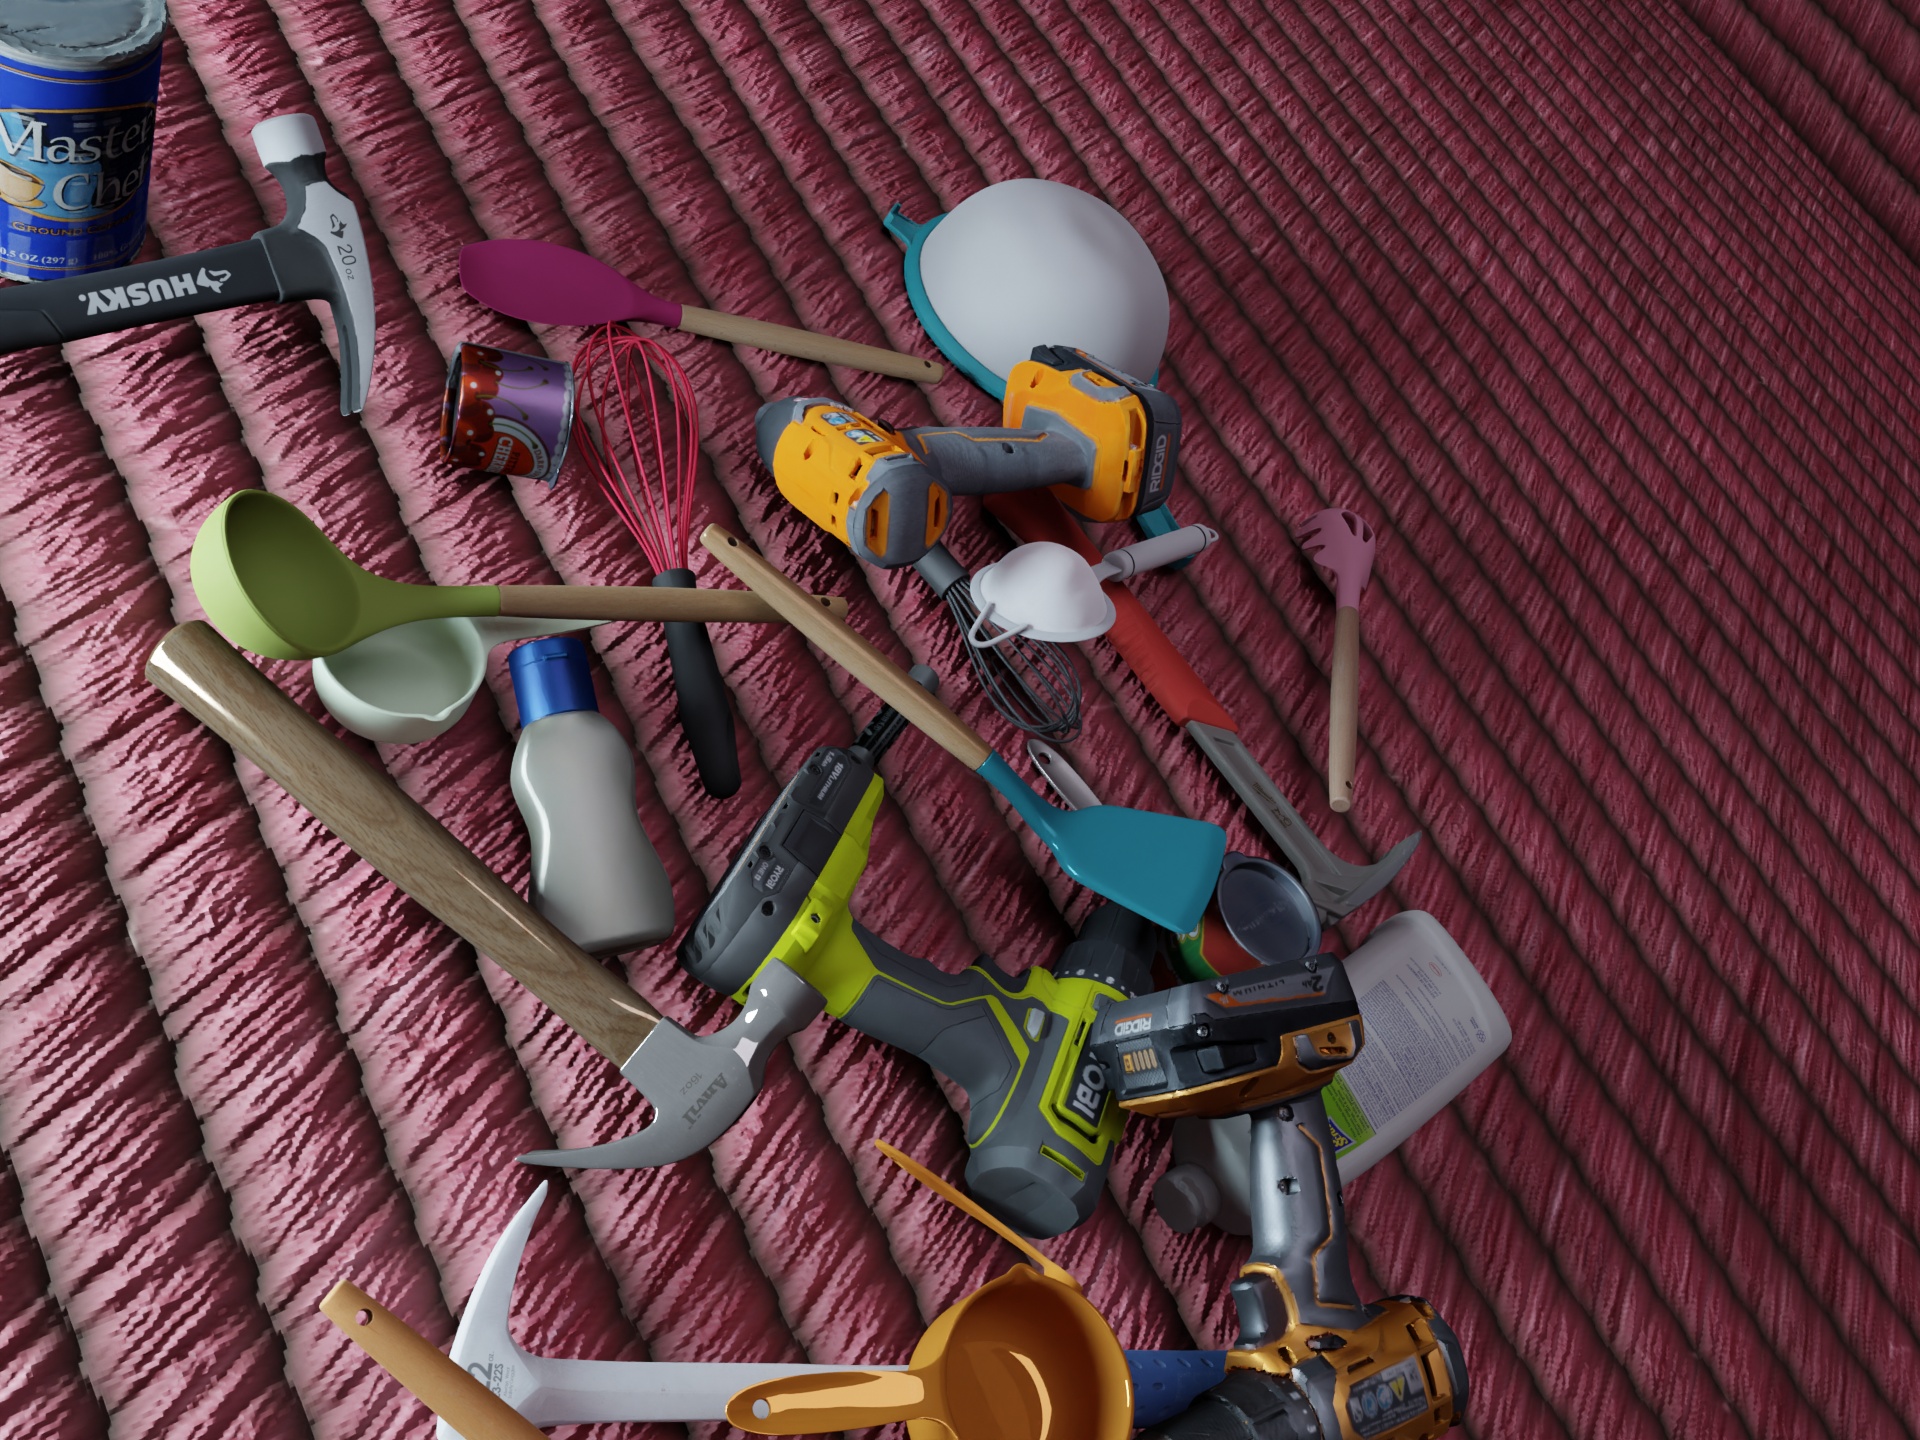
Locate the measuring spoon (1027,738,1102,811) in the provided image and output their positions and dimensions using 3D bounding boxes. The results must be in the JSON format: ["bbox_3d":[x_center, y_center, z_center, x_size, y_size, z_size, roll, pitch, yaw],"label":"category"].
[{"bbox_3d":[0.076,0.060,0.922,0.034,0.018,0.124,-21,63,-40],"label":"measuring spoon"}]

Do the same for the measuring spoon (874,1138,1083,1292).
[{"bbox_3d":[0.005,0.228,0.727,0.117,0.021,0.011,31,68,20],"label":"measuring spoon"}]

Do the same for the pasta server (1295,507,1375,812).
[{"bbox_3d":[0.257,-0.050,1.076,0.060,0.040,0.316,28,43,-11],"label":"pasta server"}]

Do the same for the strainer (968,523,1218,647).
[{"bbox_3d":[0.091,-0.095,0.968,0.087,0.050,0.258,33,33,26],"label":"strainer"}]

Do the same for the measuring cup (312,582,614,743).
[{"bbox_3d":[-0.235,-0.035,0.783,0.167,0.038,0.083,-18,69,-41],"label":"measuring cup"}]

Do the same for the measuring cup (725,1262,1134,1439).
[{"bbox_3d":[-0.017,0.272,0.631,0.173,0.052,0.095,7,55,-25],"label":"measuring cup"}]

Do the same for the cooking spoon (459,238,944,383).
[{"bbox_3d":[-0.153,-0.249,1.002,0.318,0.017,0.069,6,56,-28],"label":"cooking spoon"}]

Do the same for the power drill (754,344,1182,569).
[{"bbox_3d":[-0.003,-0.162,0.931,0.226,0.084,0.164,-16,37,-30],"label":"power drill"}]

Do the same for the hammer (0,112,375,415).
[{"bbox_3d":[-0.438,-0.180,0.738,0.335,0.035,0.146,-25,107,-33],"label":"hammer"}]

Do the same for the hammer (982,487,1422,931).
[{"bbox_3d":[0.139,-0.028,1.007,0.149,0.036,0.359,-26,74,-41],"label":"hammer"}]

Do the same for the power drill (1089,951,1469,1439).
[{"bbox_3d":[0.127,0.230,0.712,0.185,0.084,0.226,-5,75,-36],"label":"power drill"}]

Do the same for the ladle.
[{"bbox_3d":[-0.192,-0.063,0.759,0.320,0.062,0.078,-1,61,-32],"label":"ladle"}]

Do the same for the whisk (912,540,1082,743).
[{"bbox_3d":[-0.006,-0.080,0.953,0.055,0.055,0.239,-25,69,-41],"label":"whisk"}]

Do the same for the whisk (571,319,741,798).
[{"bbox_3d":[-0.159,-0.093,0.859,0.073,0.073,0.296,-2,64,-33],"label":"whisk"}]

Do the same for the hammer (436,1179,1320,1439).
[{"bbox_3d":[-0.014,0.282,0.684,0.405,0.035,0.144,11,53,-25],"label":"hammer"}]

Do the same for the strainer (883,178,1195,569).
[{"bbox_3d":[0.098,-0.266,1.116,0.211,0.095,0.341,-8,61,-36],"label":"strainer"}]

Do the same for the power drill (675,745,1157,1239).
[{"bbox_3d":[-0.005,0.117,0.785,0.228,0.080,0.191,36,43,-7],"label":"power drill"}]

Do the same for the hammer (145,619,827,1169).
[{"bbox_3d":[-0.225,0.069,0.688,0.331,0.031,0.130,37,78,8],"label":"hammer"}]

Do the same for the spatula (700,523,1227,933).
[{"bbox_3d":[-0.001,-0.003,0.818,0.317,0.044,0.082,39,44,-8],"label":"spatula"}]

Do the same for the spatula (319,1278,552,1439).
[{"bbox_3d":[-0.105,0.311,0.575,0.322,0.041,0.081,43,55,-6],"label":"spatula"}]
